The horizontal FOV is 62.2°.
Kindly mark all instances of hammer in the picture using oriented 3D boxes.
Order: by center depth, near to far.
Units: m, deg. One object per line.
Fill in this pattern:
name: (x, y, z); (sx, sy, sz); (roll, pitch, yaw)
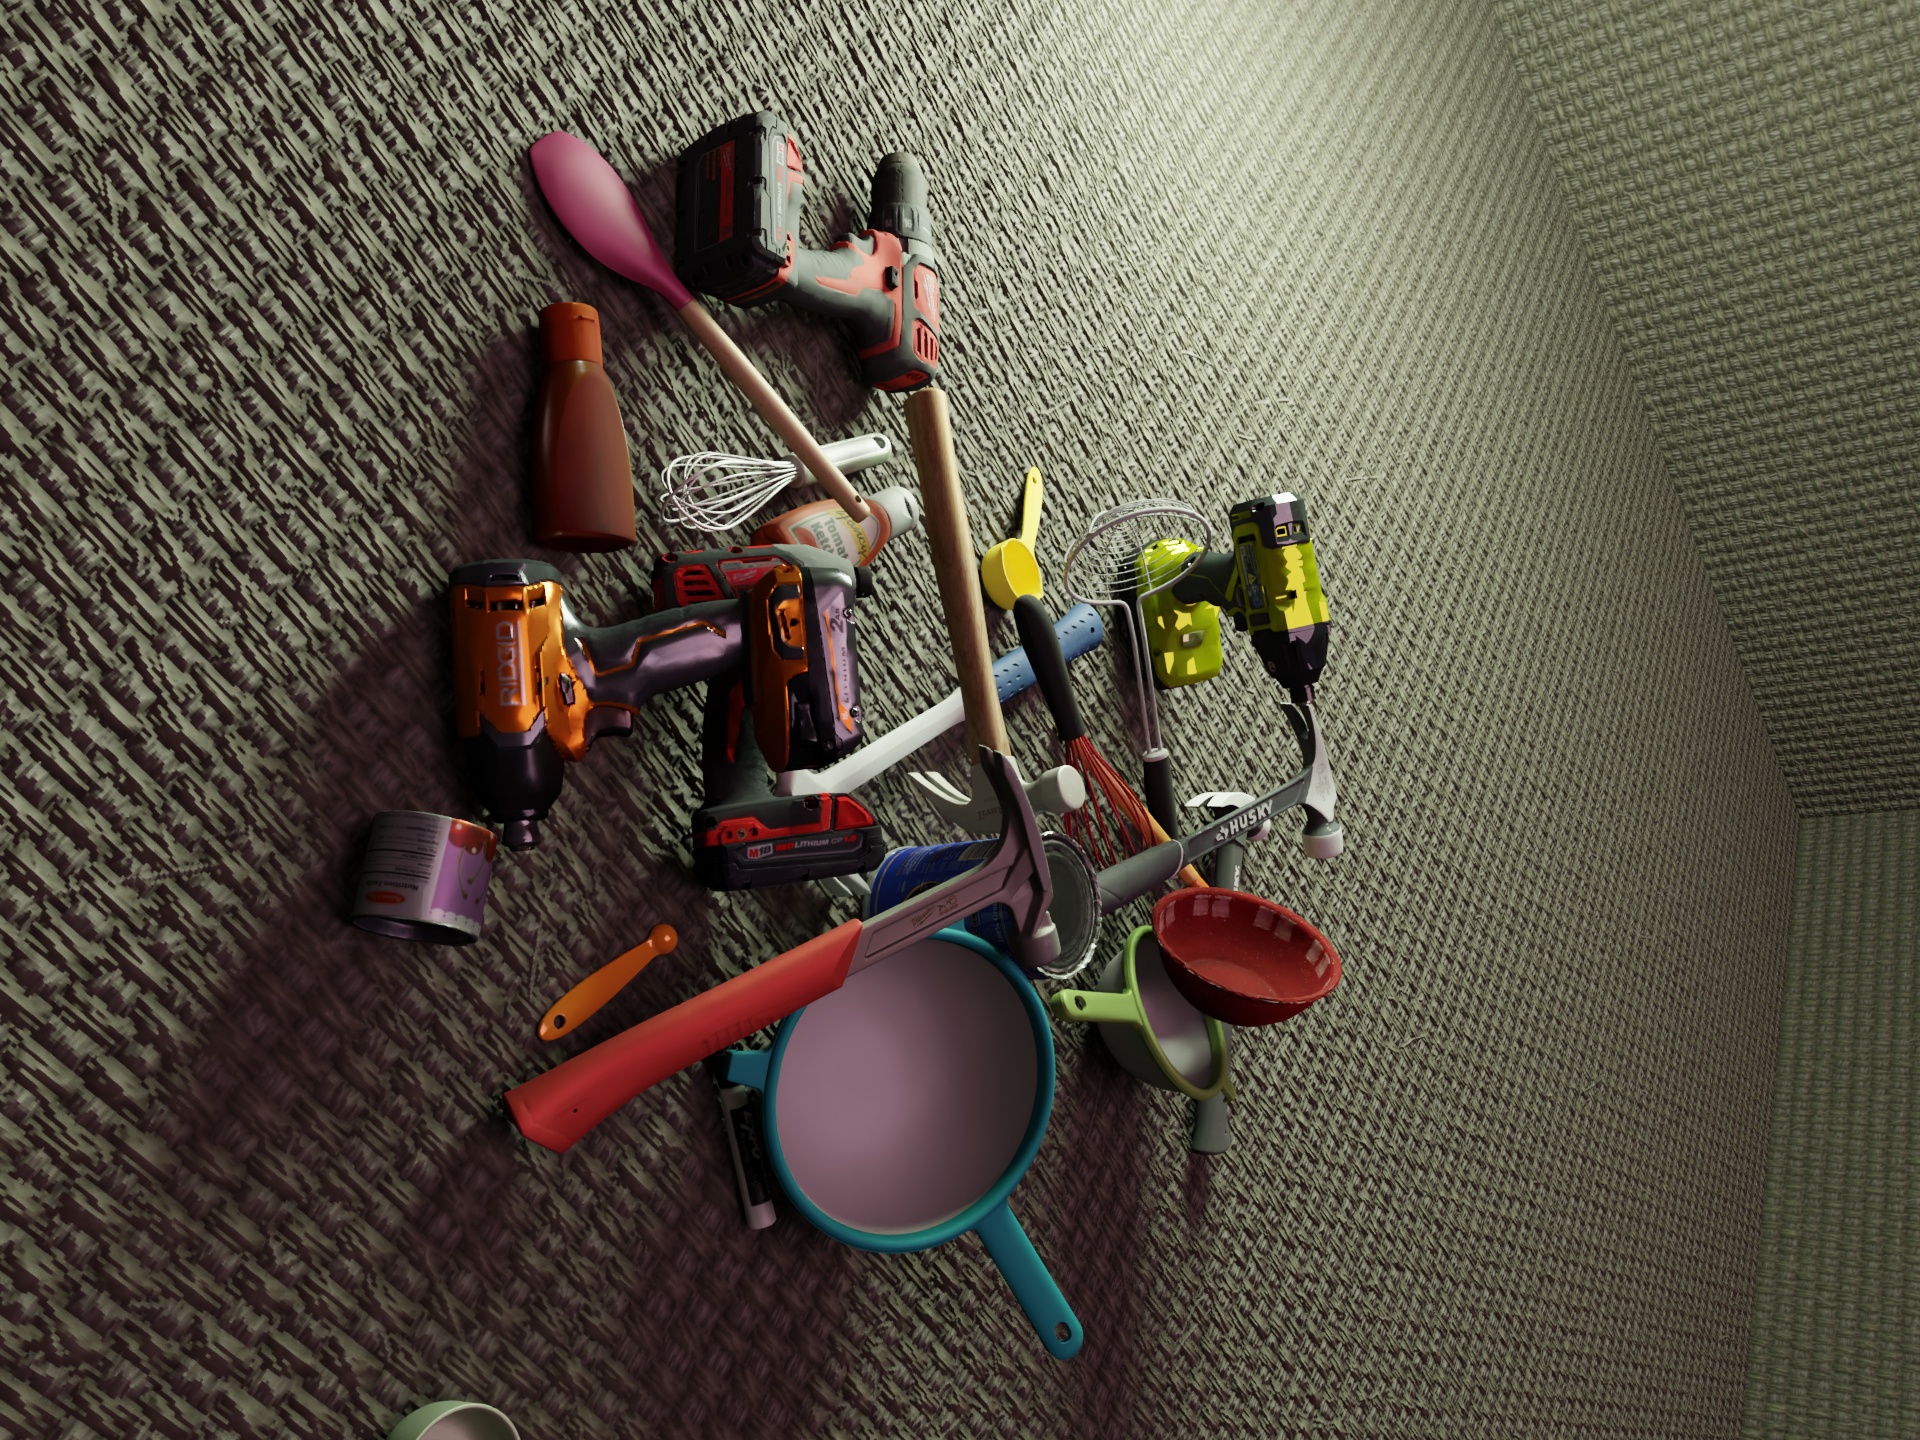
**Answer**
hammer: (-0.102, 0.147, 0.954); (0.359, 0.037, 0.149); (-24, 109, -24)
hammer: (0.000, -0.080, 1.140); (0.031, 0.130, 0.331); (5, 70, -50)
hammer: (-0.002, -0.004, 1.228); (0.405, 0.035, 0.144); (-32, 107, -49)
hammer: (0.188, 0.103, 1.317); (0.409, 0.036, 0.149); (-21, 107, -40)
hammer: (0.238, 0.227, 1.459); (0.146, 0.035, 0.335); (32, 61, -56)

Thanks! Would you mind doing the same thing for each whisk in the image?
whisk: (-0.122, -0.174, 1.112); (0.058, 0.059, 0.246); (51, 36, 8)
whisk: (0.097, 0.026, 1.287); (0.073, 0.073, 0.295); (-51, 130, -43)

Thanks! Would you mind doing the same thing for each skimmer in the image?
skimmer: (0.166, -0.015, 1.348); (0.127, 0.090, 0.363); (-14, 112, -7)

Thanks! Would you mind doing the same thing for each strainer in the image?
strainer: (-0.019, 0.291, 1.080); (0.211, 0.095, 0.340); (-36, 108, -23)
strainer: (0.127, 0.244, 1.289); (0.256, 0.069, 0.152); (17, 50, -53)

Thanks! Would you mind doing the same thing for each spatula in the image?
spatula: (0.182, 0.122, 1.387); (0.081, 0.041, 0.322); (-44, 102, -21)

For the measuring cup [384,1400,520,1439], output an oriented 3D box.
measuring cup: (-0.275, 0.434, 0.808); (0.083, 0.038, 0.168); (29, 63, -44)

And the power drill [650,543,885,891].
power drill: (-0.116, -0.006, 1.024); (0.143, 0.078, 0.220); (-7, 86, -19)

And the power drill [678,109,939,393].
power drill: (-0.096, -0.358, 1.159); (0.226, 0.080, 0.188); (14, 72, -51)

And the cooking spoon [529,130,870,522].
cooking spoon: (-0.165, -0.256, 1.057); (0.318, 0.017, 0.069); (49, 45, -17)

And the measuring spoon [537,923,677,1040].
measuring spoon: (-0.210, 0.158, 0.961); (0.117, 0.011, 0.021); (-38, 112, -47)

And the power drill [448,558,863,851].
power drill: (-0.176, -0.012, 0.925); (0.226, 0.084, 0.164); (-3, 84, -17)

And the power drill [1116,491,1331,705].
power drill: (0.230, -0.094, 1.370); (0.080, 0.223, 0.171); (-13, 93, -23)

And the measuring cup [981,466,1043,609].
measuring cup: (0.047, -0.155, 1.335); (0.062, 0.029, 0.157); (46, 39, -35)
